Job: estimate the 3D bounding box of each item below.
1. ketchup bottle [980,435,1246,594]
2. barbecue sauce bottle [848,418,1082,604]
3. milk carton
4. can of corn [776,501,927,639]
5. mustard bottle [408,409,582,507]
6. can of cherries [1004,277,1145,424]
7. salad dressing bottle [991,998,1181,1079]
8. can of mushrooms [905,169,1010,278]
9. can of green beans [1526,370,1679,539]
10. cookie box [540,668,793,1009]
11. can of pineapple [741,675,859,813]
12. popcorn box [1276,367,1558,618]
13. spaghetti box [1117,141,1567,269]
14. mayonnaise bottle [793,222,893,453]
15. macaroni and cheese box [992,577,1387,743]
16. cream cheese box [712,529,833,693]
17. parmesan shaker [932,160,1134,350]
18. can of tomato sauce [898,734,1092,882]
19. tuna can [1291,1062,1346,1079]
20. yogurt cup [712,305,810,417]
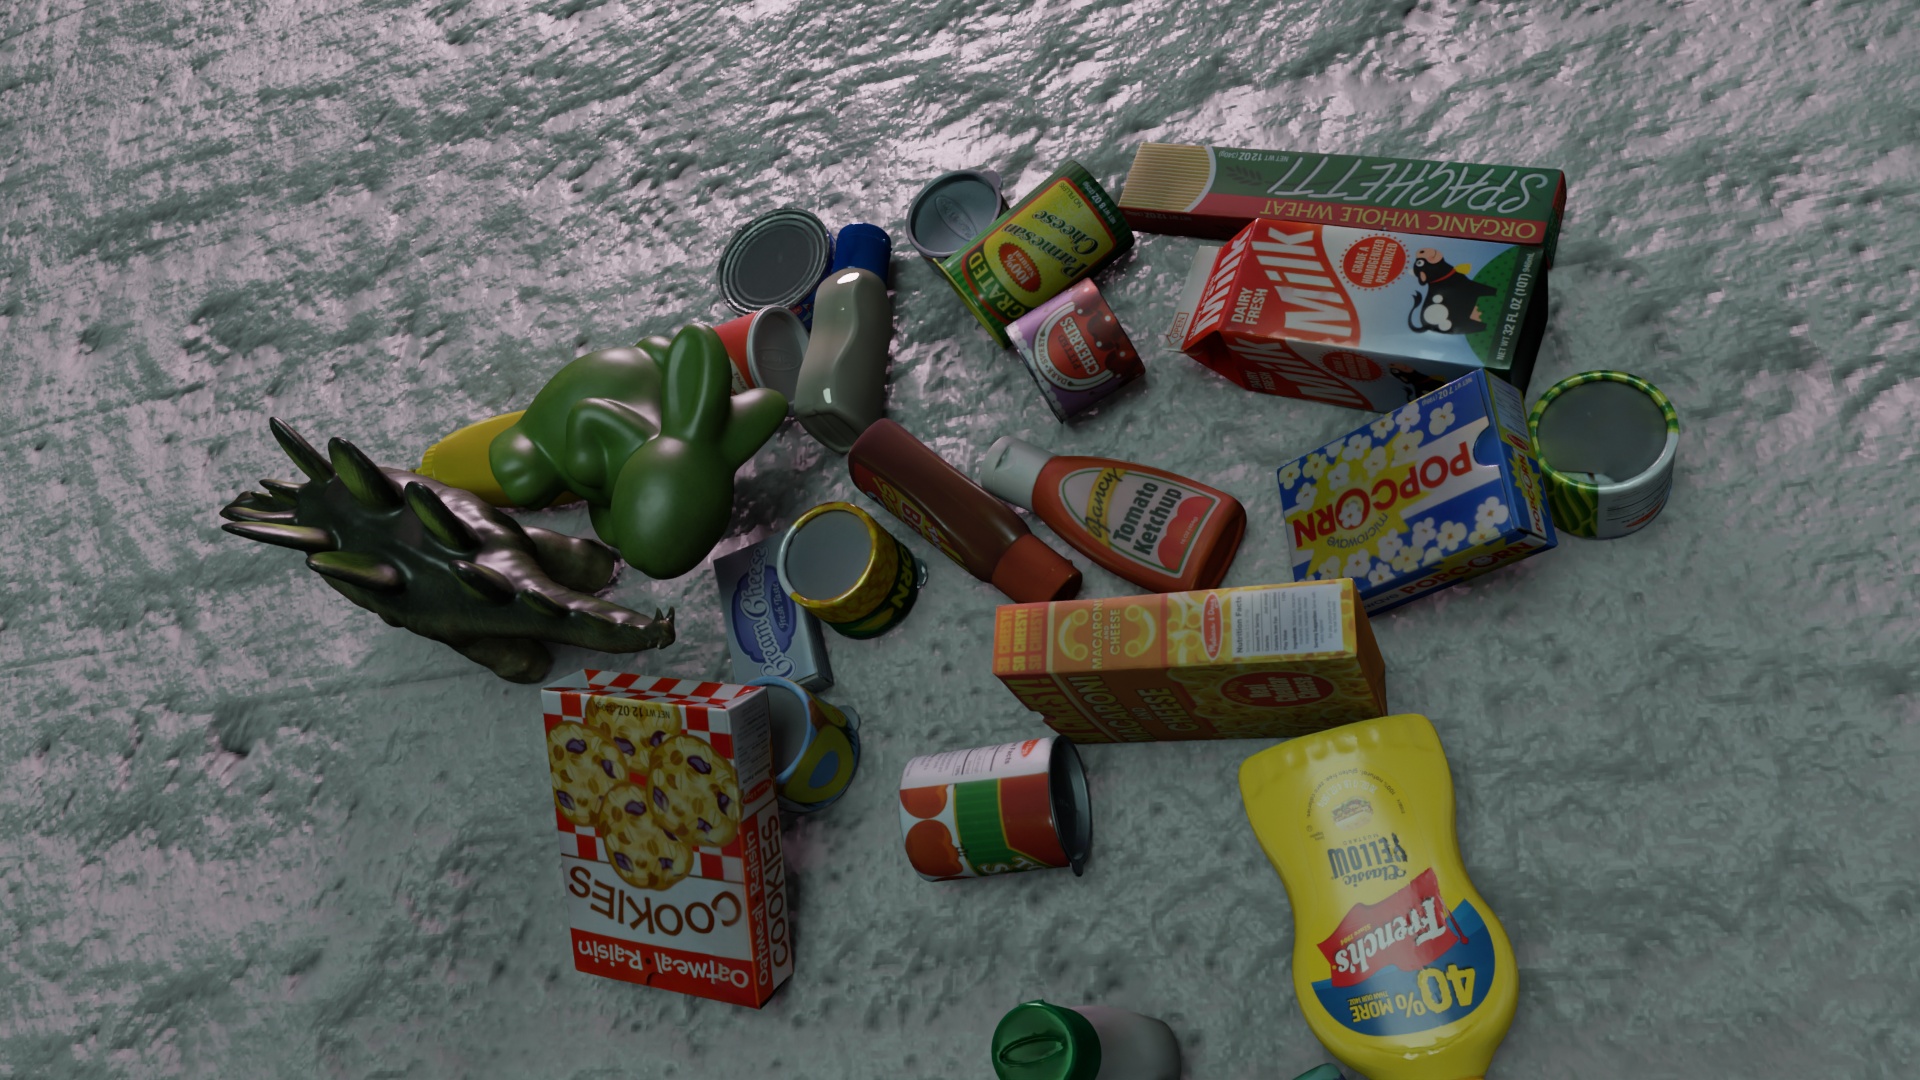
[{"bbox_3d":[0.080,-0.018,0.773,0.149,0.043,0.065,24,79,31],"label":"ketchup bottle"},{"bbox_3d":[0.003,-0.010,0.794,0.149,0.064,0.044,37,77,23],"label":"barbecue sauce bottle"},{"bbox_3d":[0.207,-0.119,0.746,0.190,0.073,0.072,14,74,28],"label":"milk carton"},{"bbox_3d":[-0.063,0.017,0.810,0.071,0.058,0.071,-9,65,20],"label":"can of corn"},{"bbox_3d":[-0.319,-0.054,0.958,0.160,0.048,0.065,-4,66,22],"label":"mustard bottle"},{"bbox_3d":[0.067,-0.110,0.804,0.058,0.071,0.072,-30,59,8],"label":"can of cherries"},{"bbox_3d":[0.055,0.228,0.611,0.064,0.147,0.044,-19,62,16],"label":"salad dressing bottle"},{"bbox_3d":[0.003,-0.204,0.896,0.071,0.033,0.071,-9,64,20],"label":"can of mushrooms"},{"bbox_3d":[0.311,-0.041,0.675,0.071,0.057,0.071,-9,64,20],"label":"can of green beans"},{"bbox_3d":[-0.158,0.159,0.749,0.123,0.040,0.167,2,103,25],"label":"cookie box"},{"bbox_3d":[-0.098,0.113,0.782,0.071,0.057,0.071,-9,64,20],"label":"can of pineapple"},{"bbox_3d":[0.220,-0.017,0.684,0.126,0.038,0.085,-30,53,45],"label":"popcorn box"},{"bbox_3d":[0.214,-0.196,0.803,0.250,0.028,0.050,13,74,28],"label":"spaghetti box"},{"bbox_3d":[-0.070,-0.132,0.880,0.041,0.064,0.149,-8,61,25],"label":"mayonnaise bottle"},{"bbox_3d":[0.114,0.064,0.674,0.166,0.123,0.040,-6,65,21],"label":"macaroni and cheese box"},{"bbox_3d":[-0.114,0.048,0.837,0.053,0.024,0.104,-23,60,13],"label":"cream cheese box"},{"bbox_3d":[0.045,-0.176,0.843,0.103,0.071,0.071,-39,58,3],"label":"parmesan shaker"},{"bbox_3d":[0.019,0.141,0.715,0.083,0.071,0.071,-11,64,19],"label":"can of tomato sauce"},{"bbox_3d":[0.145,0.260,0.604,0.071,0.071,0.033,-38,57,4],"label":"tuna can"},{"bbox_3d":[-0.134,-0.115,0.898,0.054,0.072,0.072,-5,66,30],"label":"yogurt cup"}]
